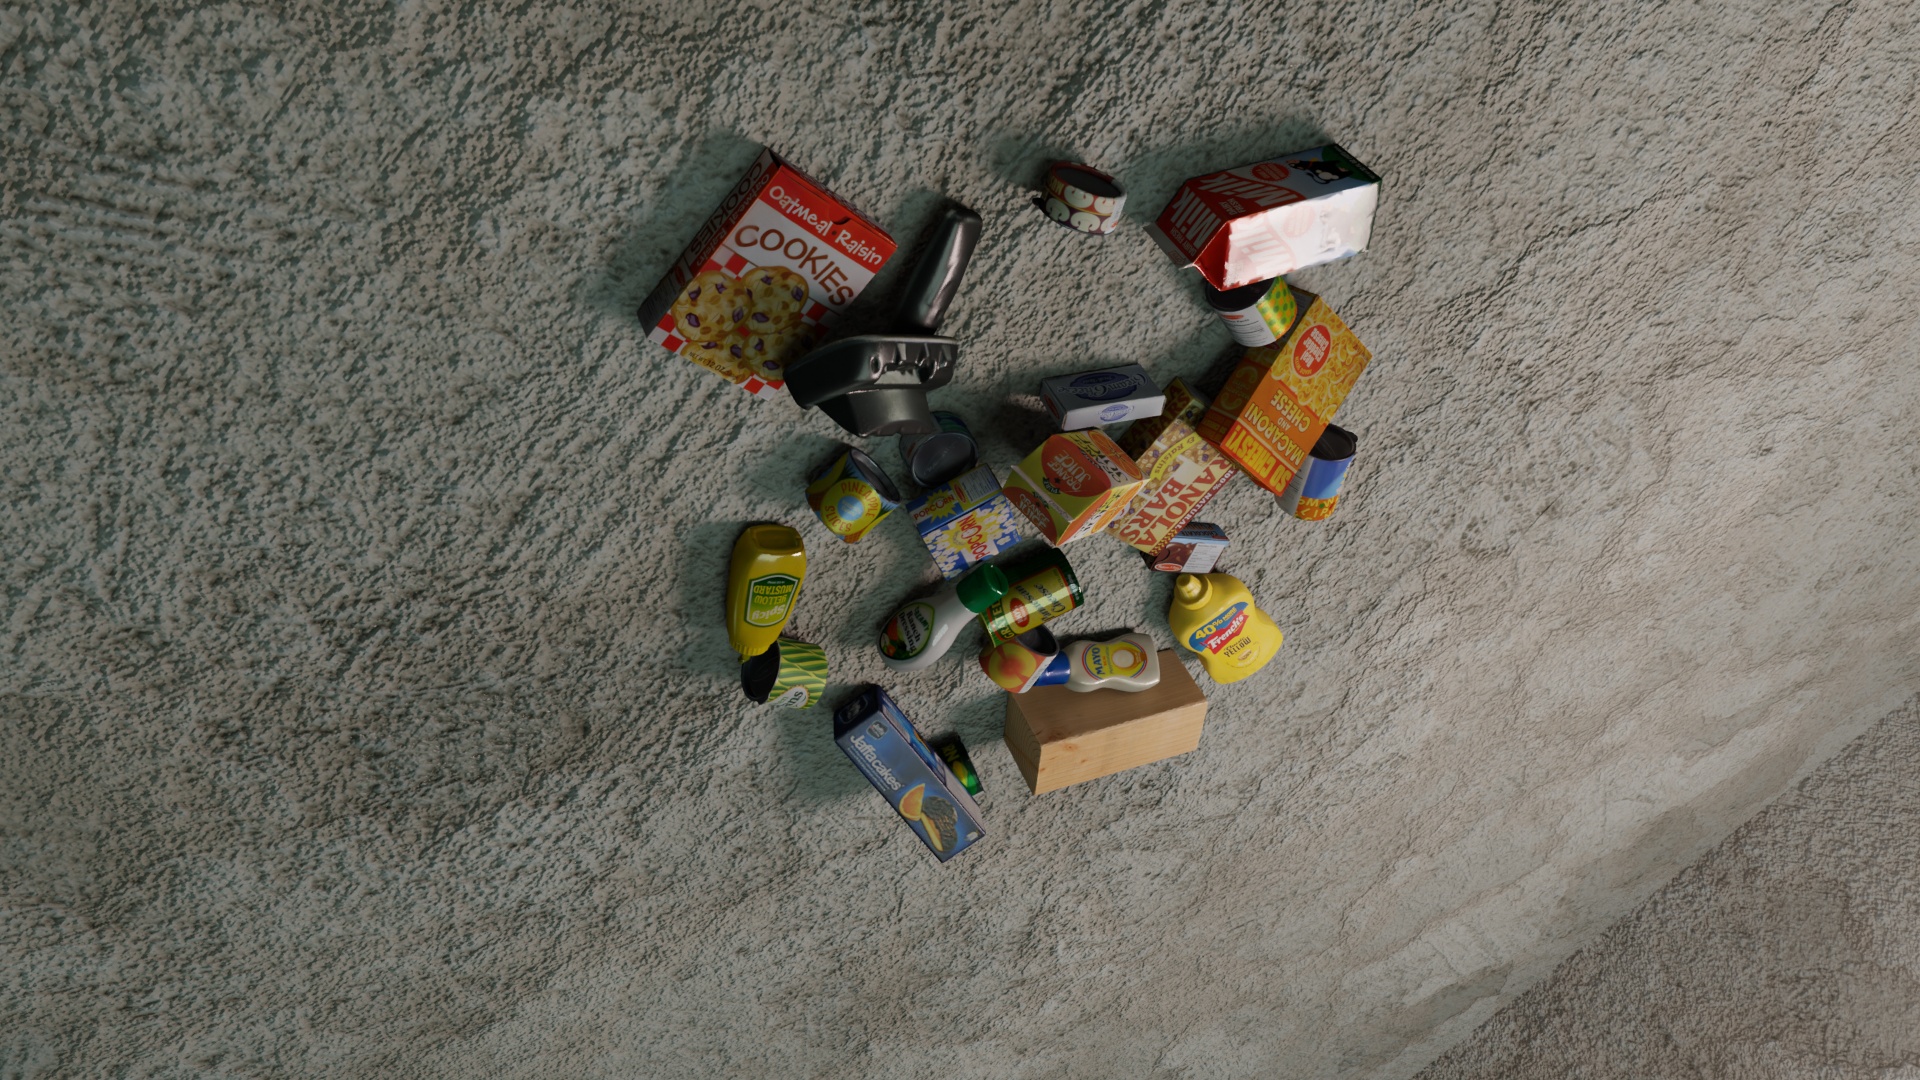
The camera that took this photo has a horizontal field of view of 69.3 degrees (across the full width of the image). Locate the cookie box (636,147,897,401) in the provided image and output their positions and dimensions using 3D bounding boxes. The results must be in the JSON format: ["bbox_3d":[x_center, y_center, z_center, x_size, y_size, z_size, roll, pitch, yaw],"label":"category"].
[{"bbox_3d":[-0.147,-0.200,1.067,0.123,0.040,0.167,27,114,-42],"label":"cookie box"}]

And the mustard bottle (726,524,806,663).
[{"bbox_3d":[-0.185,0.058,1.282,0.065,0.049,0.159,-1,130,-25],"label":"mustard bottle"}]

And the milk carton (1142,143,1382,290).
[{"bbox_3d":[0.256,-0.273,1.191,0.191,0.072,0.073,-16,136,-14],"label":"milk carton"}]

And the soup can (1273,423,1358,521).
[{"bbox_3d":[0.370,-0.072,1.443,0.071,0.071,0.083,-11,135,-19],"label":"soup can"}]

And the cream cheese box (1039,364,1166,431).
[{"bbox_3d":[0.130,-0.131,1.270,0.104,0.053,0.024,-11,136,-19],"label":"cream cheese box"}]

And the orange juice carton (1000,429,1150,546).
[{"bbox_3d":[0.101,-0.049,1.250,0.073,0.072,0.193,-48,168,19],"label":"orange juice carton"}]

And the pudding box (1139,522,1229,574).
[{"bbox_3d":[0.238,0.007,1.475,0.084,0.030,0.049,3,129,-30],"label":"pudding box"}]

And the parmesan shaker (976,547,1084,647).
[{"bbox_3d":[0.065,0.054,1.401,0.103,0.071,0.071,-26,137,-5],"label":"parmesan shaker"}]

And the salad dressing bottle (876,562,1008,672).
[{"bbox_3d":[-0.018,0.075,1.363,0.147,0.064,0.044,-37,146,27],"label":"salad dressing bottle"}]

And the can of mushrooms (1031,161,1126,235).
[{"bbox_3d":[0.095,-0.274,1.110,0.071,0.071,0.033,0,130,-28],"label":"can of mushrooms"}]

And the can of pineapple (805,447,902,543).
[{"bbox_3d":[-0.095,-0.039,1.225,0.058,0.071,0.071,-41,136,12],"label":"can of pineapple"}]

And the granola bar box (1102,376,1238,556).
[{"bbox_3d":[0.204,-0.069,1.378,0.124,0.039,0.165,24,116,-41],"label":"granola bar box"}]

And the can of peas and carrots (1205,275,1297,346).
[{"bbox_3d":[0.264,-0.219,1.252,0.071,0.071,0.058,-38,137,9],"label":"can of peas and carrots"}]

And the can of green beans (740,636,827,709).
[{"bbox_3d":[-0.170,0.127,1.342,0.058,0.071,0.071,17,120,-39],"label":"can of green beans"}]

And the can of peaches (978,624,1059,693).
[{"bbox_3d":[0.059,0.116,1.457,0.071,0.071,0.057,14,123,-36],"label":"can of peaches"}]

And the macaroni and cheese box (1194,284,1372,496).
[{"bbox_3d":[0.311,-0.141,1.333,0.123,0.040,0.166,32,92,-43],"label":"macaroni and cheese box"}]

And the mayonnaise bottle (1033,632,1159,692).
[{"bbox_3d":[0.145,0.137,1.524,0.148,0.065,0.041,-2,161,-24],"label":"mayonnaise bottle"}]

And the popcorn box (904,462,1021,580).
[{"bbox_3d":[0.005,-0.016,1.293,0.085,0.038,0.126,-29,157,-1],"label":"popcorn box"}]

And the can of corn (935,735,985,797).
[{"bbox_3d":[-0.013,0.262,1.554,0.058,0.071,0.071,-25,137,-4],"label":"can of corn"}]

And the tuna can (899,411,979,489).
[{"bbox_3d":[-0.018,-0.080,1.254,0.071,0.033,0.070,-15,135,-15],"label":"tuna can"}]
